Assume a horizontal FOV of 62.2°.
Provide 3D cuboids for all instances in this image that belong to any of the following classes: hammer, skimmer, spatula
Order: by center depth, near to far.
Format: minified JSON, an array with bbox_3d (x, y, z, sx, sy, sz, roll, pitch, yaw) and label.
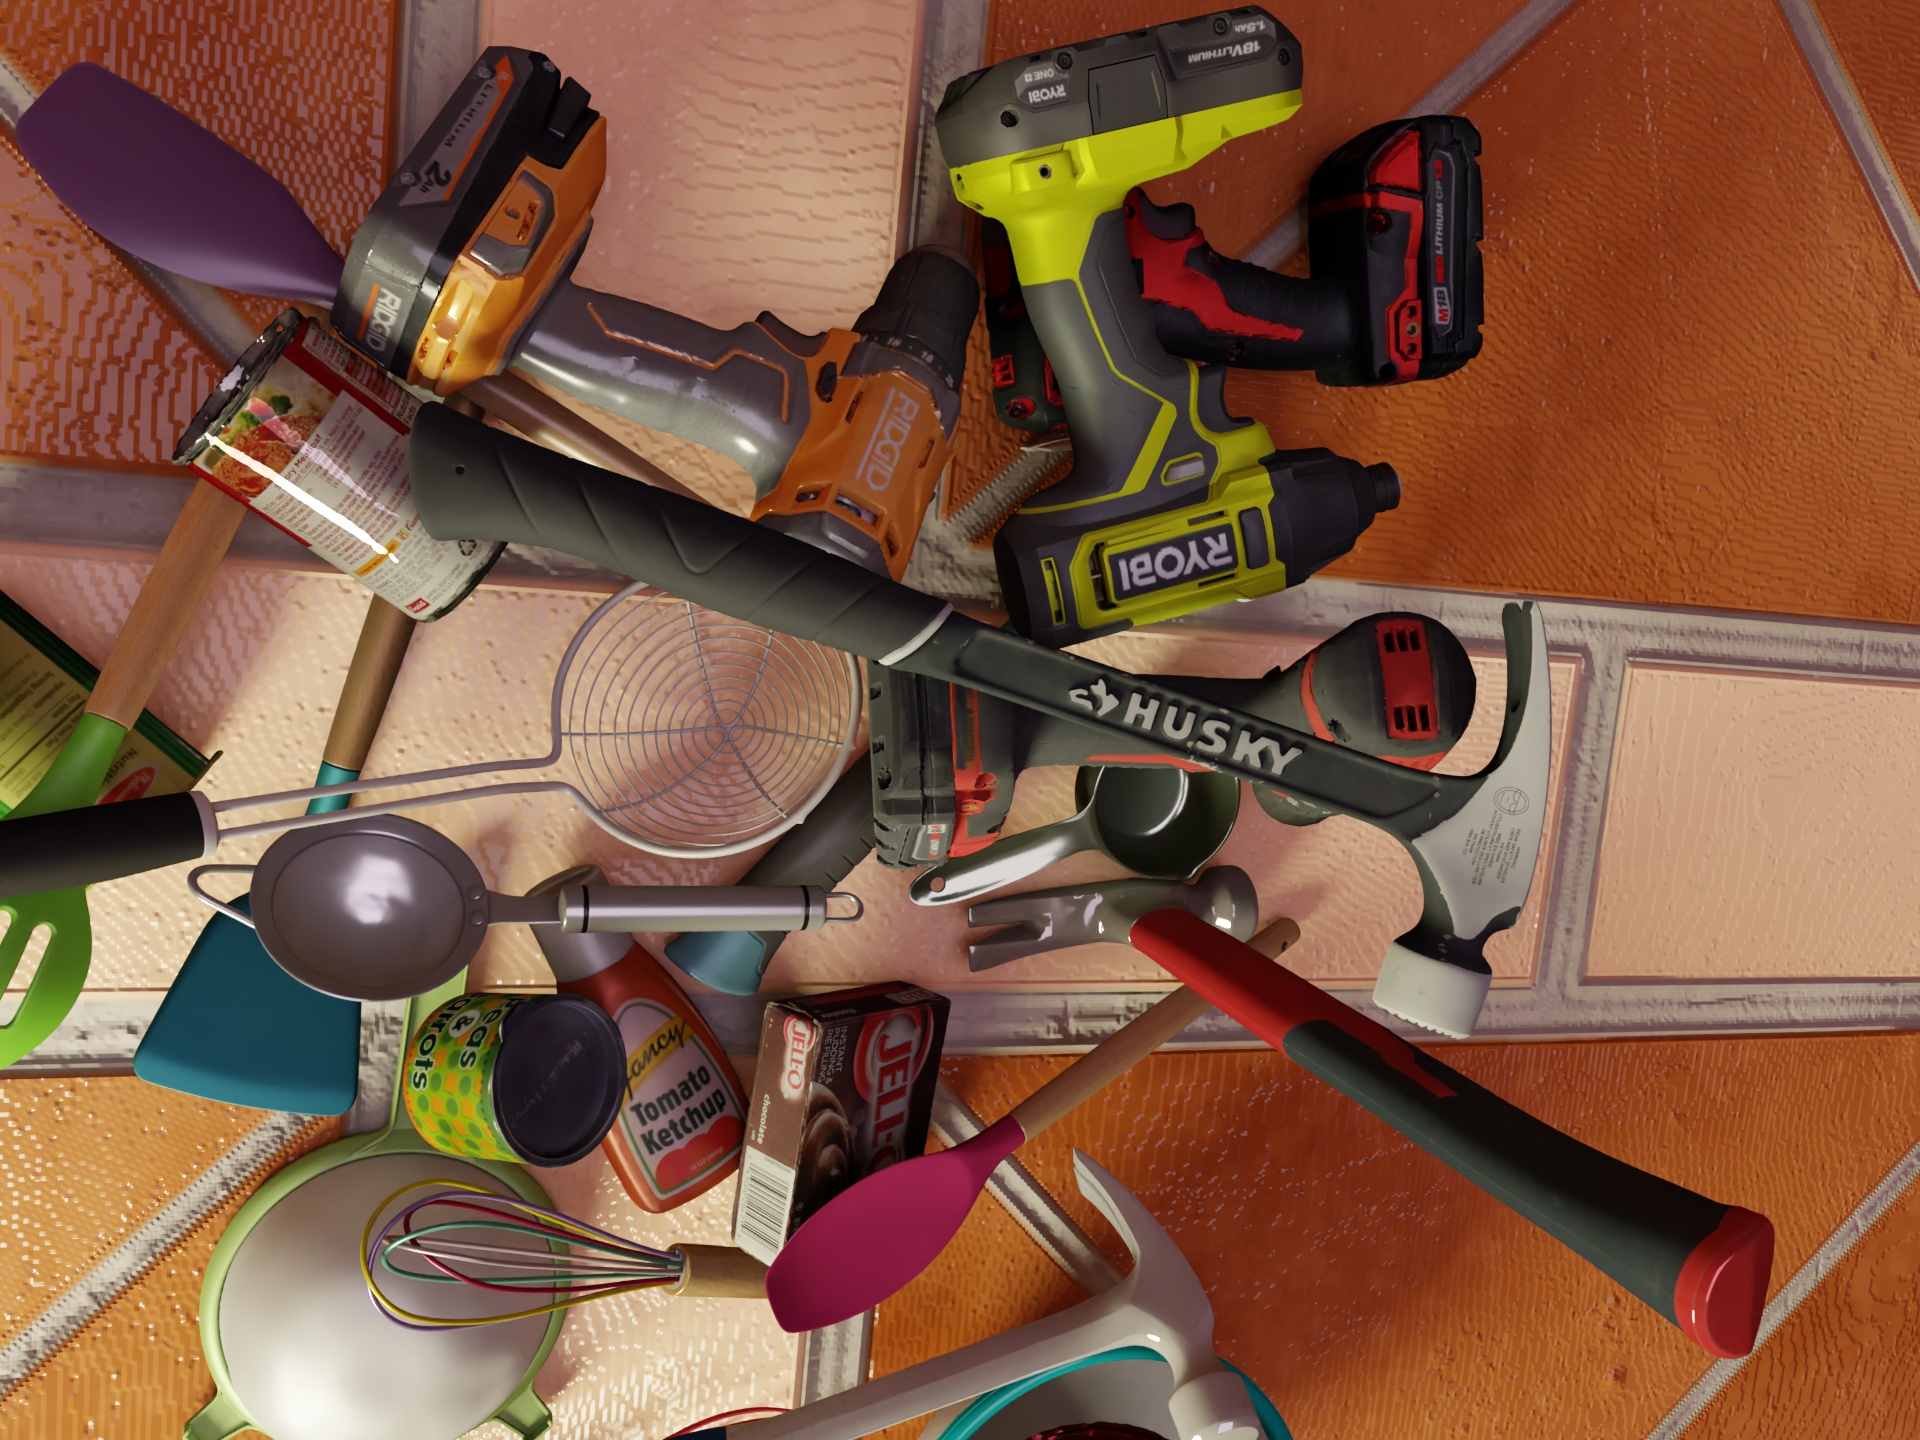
[{"bbox_3d":[0.006,-0.028,0.543,0.409,0.036,0.149,20,91,0],"label":"hammer"},{"bbox_3d":[-0.200,0.012,0.565,0.363,0.090,0.127,-10,67,-42],"label":"skimmer"},{"bbox_3d":[0.128,0.124,0.594,0.143,0.386,0.038,-5,101,-18],"label":"hammer"},{"bbox_3d":[-0.205,-0.142,0.614,0.315,0.018,0.060,32,66,-15],"label":"spatula"},{"bbox_3d":[-0.235,-0.005,0.631,0.082,0.044,0.317,18,91,-22],"label":"spatula"},{"bbox_3d":[-0.088,0.306,0.680,0.405,0.144,0.035,-17,134,-7],"label":"hammer"},{"bbox_3d":[-0.001,-0.002,0.718,0.331,0.033,0.128,-46,111,-7],"label":"hammer"}]

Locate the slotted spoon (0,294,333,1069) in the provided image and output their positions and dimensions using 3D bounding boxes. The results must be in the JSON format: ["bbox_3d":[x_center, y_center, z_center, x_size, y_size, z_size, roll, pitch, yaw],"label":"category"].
[{"bbox_3d":[-0.292,-0.024,0.562,0.070,0.031,0.314,31,66,-33],"label":"slotted spoon"}]

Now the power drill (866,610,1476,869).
[{"bbox_3d":[0.077,0.012,0.652,0.226,0.187,0.080,-3,75,-3],"label":"power drill"}]

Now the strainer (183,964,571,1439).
[{"bbox_3d":[-0.226,0.201,0.653,0.151,0.069,0.256,8,98,-20],"label":"strainer"}]

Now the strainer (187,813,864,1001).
[{"bbox_3d":[-0.161,0.077,0.627,0.258,0.087,0.050,2,138,-21],"label":"strainer"}]

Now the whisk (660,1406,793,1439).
[{"bbox_3d":[-0.189,0.368,0.703,0.296,0.073,0.073,-12,103,-10],"label":"whisk"}]

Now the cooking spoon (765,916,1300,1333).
[{"bbox_3d":[0.044,0.174,0.732,0.319,0.017,0.068,-29,122,-27],"label":"cooking spoon"}]

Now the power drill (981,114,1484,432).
[{"bbox_3d":[0.115,-0.208,0.705,0.219,0.079,0.143,-8,102,-15],"label":"power drill"}]

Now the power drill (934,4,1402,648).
[{"bbox_3d":[0.085,-0.154,0.634,0.171,0.080,0.223,-16,109,-8],"label":"power drill"}]

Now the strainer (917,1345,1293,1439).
[{"bbox_3d":[-0.003,0.408,0.753,0.340,0.095,0.211,-27,104,-11],"label":"strainer"}]

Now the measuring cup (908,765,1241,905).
[{"bbox_3d":[0.049,0.049,0.743,0.167,0.038,0.083,-20,104,-13],"label":"measuring cup"}]

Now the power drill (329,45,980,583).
[{"bbox_3d":[-0.098,-0.160,0.619,0.226,0.084,0.185,30,58,-17],"label":"power drill"}]

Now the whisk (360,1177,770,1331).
[{"bbox_3d":[-0.137,0.225,0.667,0.244,0.047,0.051,23,114,-44],"label":"whisk"}]
